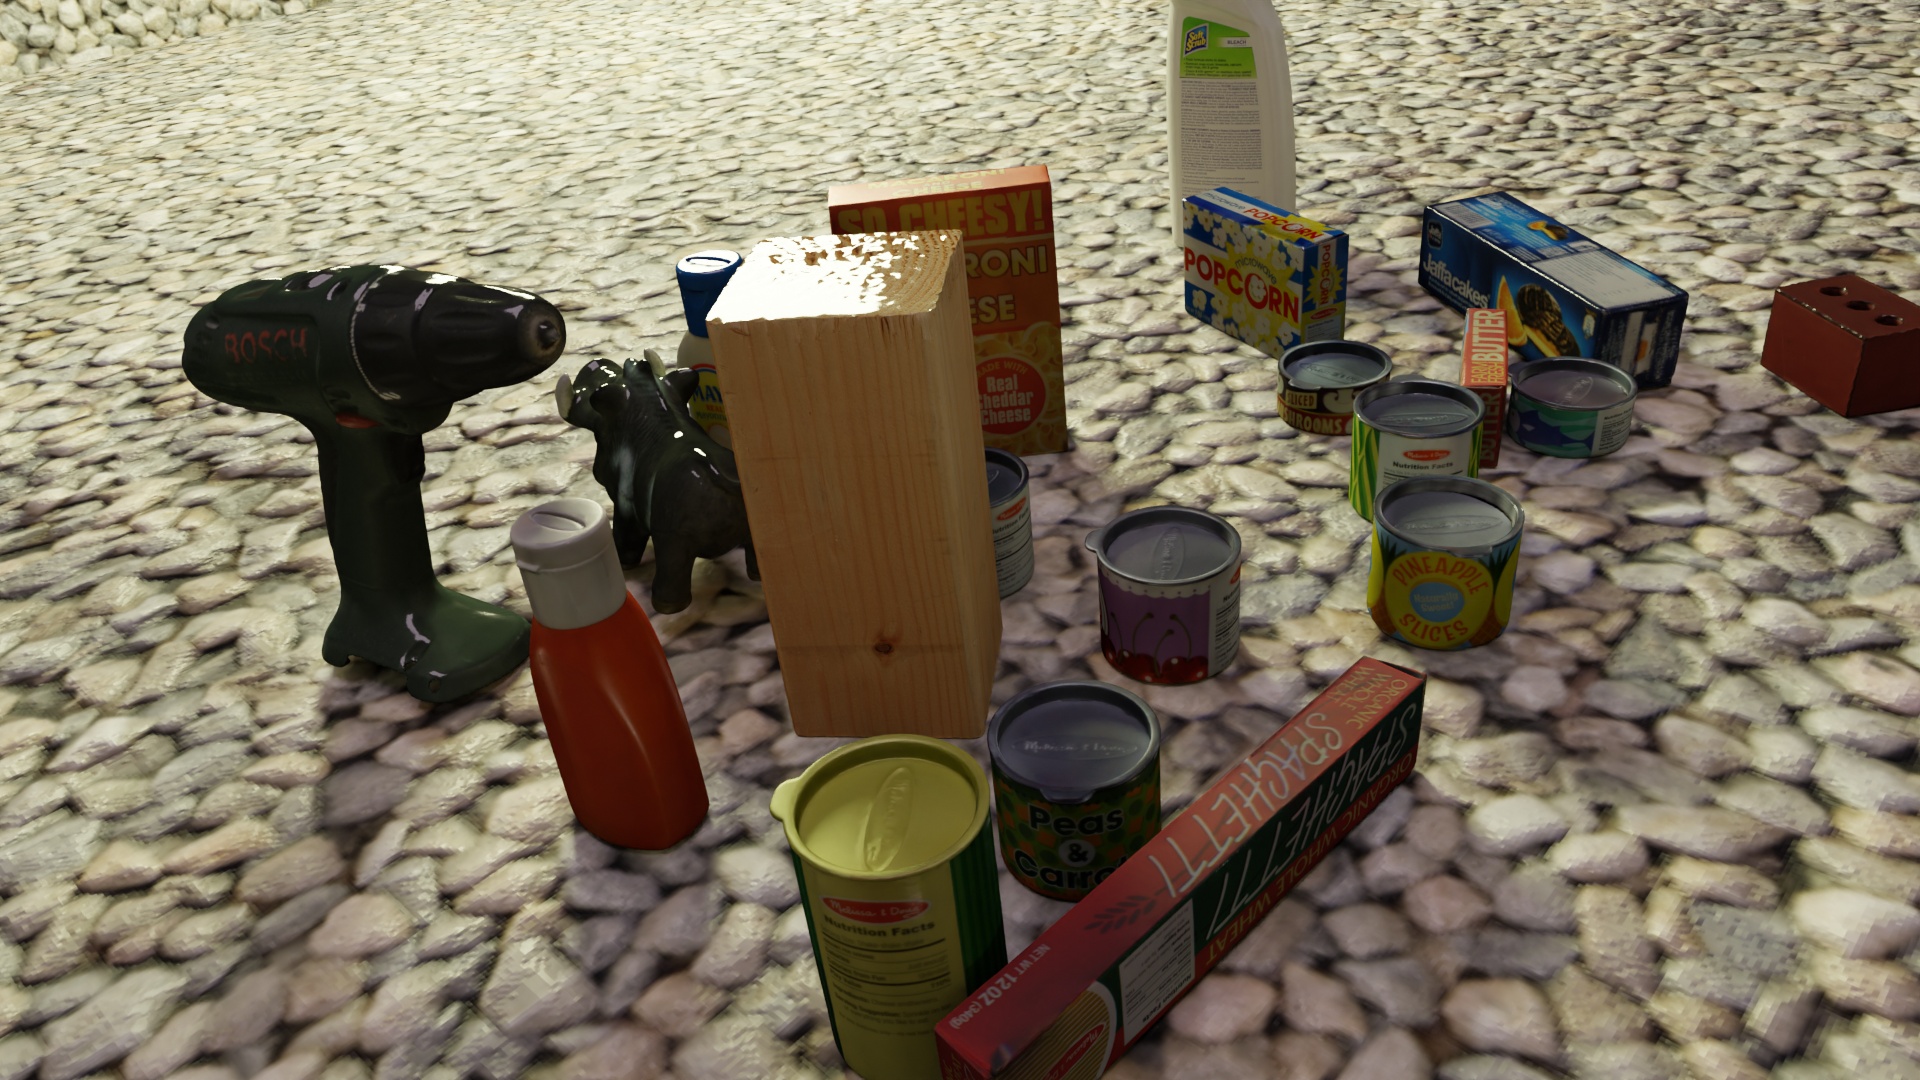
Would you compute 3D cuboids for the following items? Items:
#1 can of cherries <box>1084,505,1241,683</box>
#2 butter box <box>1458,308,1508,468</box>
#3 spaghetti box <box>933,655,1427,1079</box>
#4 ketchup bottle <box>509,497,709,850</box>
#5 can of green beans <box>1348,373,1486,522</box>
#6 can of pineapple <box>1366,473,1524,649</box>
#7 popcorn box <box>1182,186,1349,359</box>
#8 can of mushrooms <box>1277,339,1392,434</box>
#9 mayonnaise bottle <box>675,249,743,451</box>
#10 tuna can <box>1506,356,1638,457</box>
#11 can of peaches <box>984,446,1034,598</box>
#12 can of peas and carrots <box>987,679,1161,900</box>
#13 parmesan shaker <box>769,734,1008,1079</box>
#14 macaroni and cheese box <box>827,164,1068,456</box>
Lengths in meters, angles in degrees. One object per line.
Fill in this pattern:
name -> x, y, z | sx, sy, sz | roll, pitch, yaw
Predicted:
can of cherries -> 0.095, 0.025, 0.648 | 0.071, 0.058, 0.072 | -4, 32, 3
butter box -> 0.299, -0.089, 0.796 | 0.024, 0.052, 0.104 | 5, 34, 18
spaghetti box -> 0.091, 0.122, 0.503 | 0.251, 0.050, 0.029 | -31, 40, -34
ketchup bottle -> -0.144, 0.055, 0.557 | 0.065, 0.148, 0.044 | 14, 37, 29
can of green beans -> 0.240, -0.046, 0.734 | 0.071, 0.057, 0.071 | -4, 32, 3
can of pineapple -> 0.225, 0.011, 0.648 | 0.071, 0.057, 0.071 | -4, 32, 3
popcorn box -> 0.199, -0.176, 0.920 | 0.038, 0.084, 0.127 | -21, 35, -21
can of mushrooms -> 0.222, -0.091, 0.831 | 0.071, 0.033, 0.071 | -4, 32, 3
mayonnaise bottle -> -0.128, -0.087, 0.778 | 0.065, 0.147, 0.041 | 10, 36, 24
tuna can -> 0.343, -0.077, 0.788 | 0.071, 0.032, 0.071 | -4, 32, 3
can of peaches -> 0.003, -0.009, 0.717 | 0.071, 0.057, 0.071 | -4, 32, 3
can of peas and carrots -> 0.045, 0.098, 0.540 | 0.071, 0.058, 0.071 | -4, 32, 3
parmesan shaker -> -0.021, 0.125, 0.468 | 0.071, 0.102, 0.072 | -4, 32, 3
macaroni and cheese box -> -0.005, -0.126, 0.801 | 0.124, 0.165, 0.040 | -6, 32, 0
